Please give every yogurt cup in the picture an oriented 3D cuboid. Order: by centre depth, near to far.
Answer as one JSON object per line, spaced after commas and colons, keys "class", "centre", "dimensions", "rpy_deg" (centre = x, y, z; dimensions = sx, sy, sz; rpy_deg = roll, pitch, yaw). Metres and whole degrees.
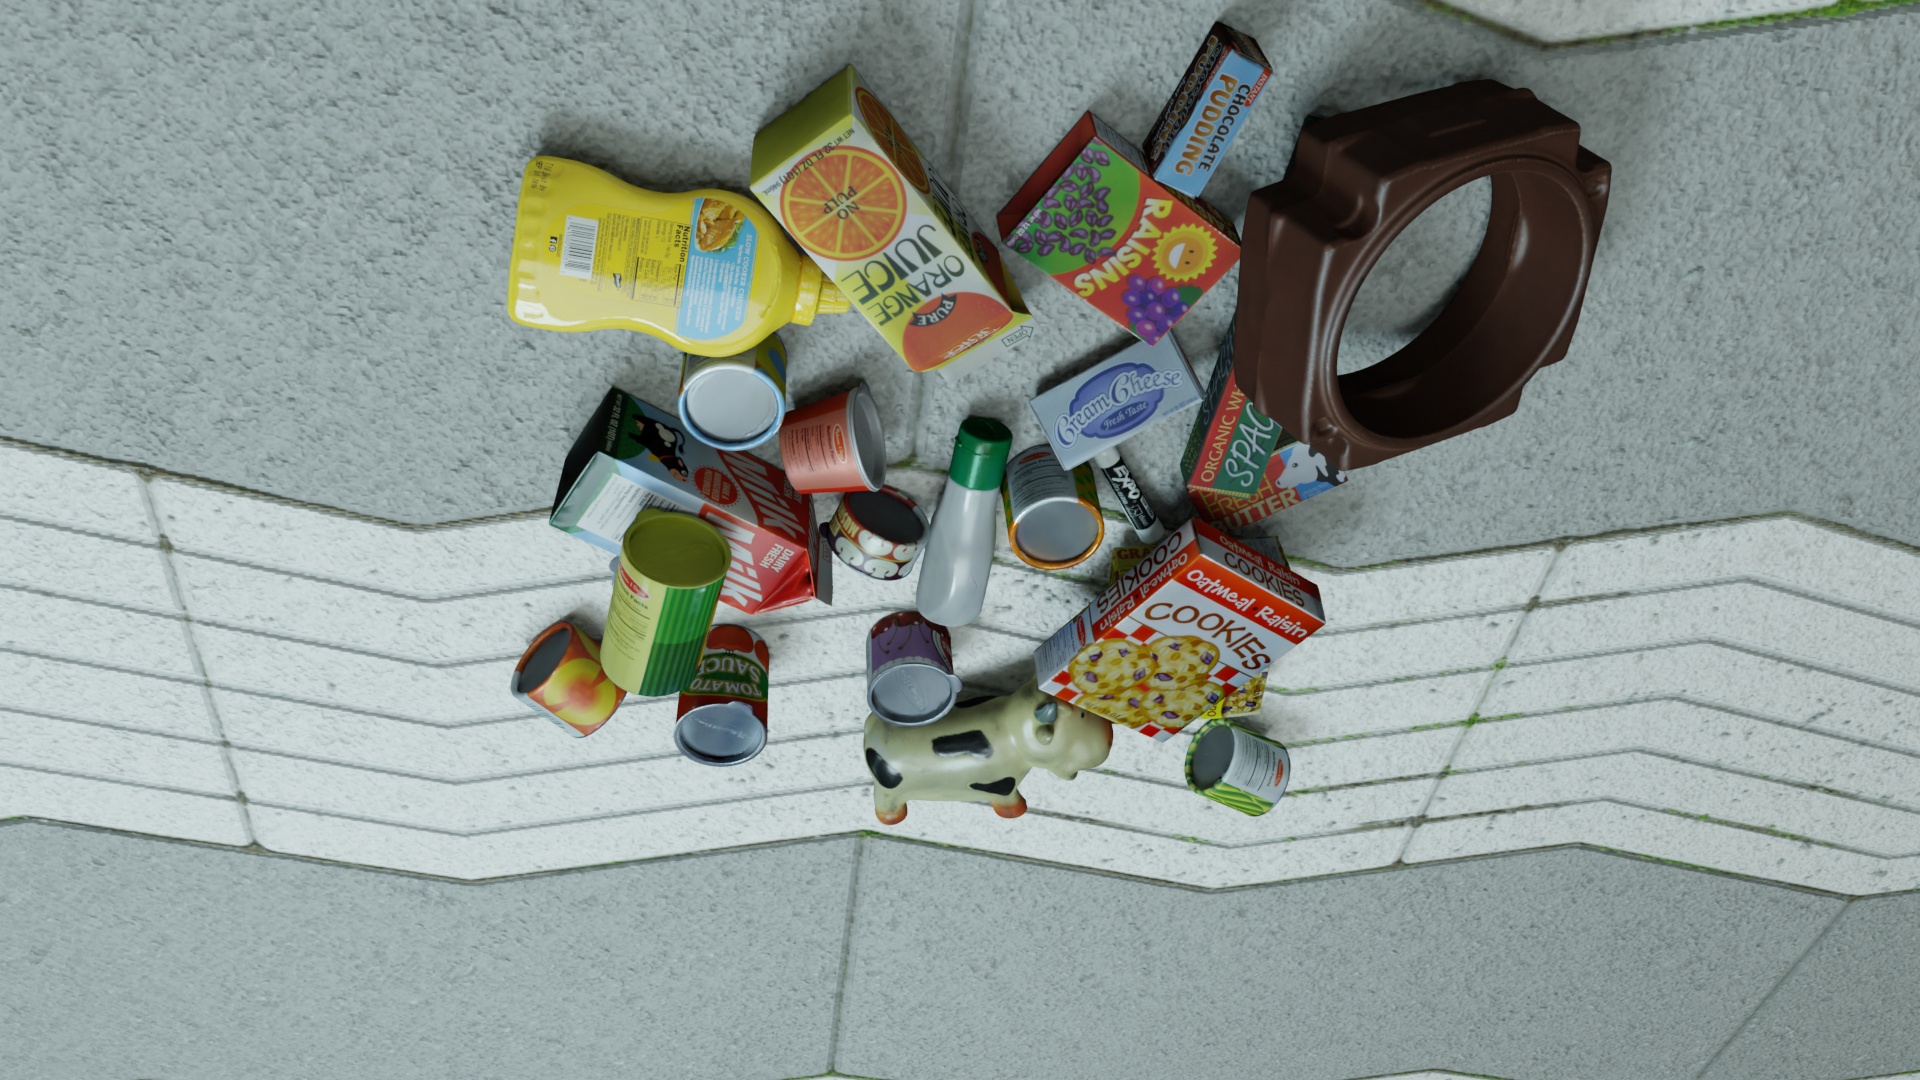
{"class": "yogurt cup", "centre": [-0.083, -0.061, 0.900], "dimensions": [0.054, 0.073, 0.072], "rpy_deg": [-10, 130, 13]}

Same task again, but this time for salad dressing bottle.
{"class": "salad dressing bottle", "centre": [0.003, -0.012, 0.954], "dimensions": [0.044, 0.064, 0.146], "rpy_deg": [0, 123, -20]}

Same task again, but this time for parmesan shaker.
{"class": "parmesan shaker", "centre": [-0.189, 0.040, 0.879], "dimensions": [0.071, 0.072, 0.102], "rpy_deg": [11, 130, -14]}

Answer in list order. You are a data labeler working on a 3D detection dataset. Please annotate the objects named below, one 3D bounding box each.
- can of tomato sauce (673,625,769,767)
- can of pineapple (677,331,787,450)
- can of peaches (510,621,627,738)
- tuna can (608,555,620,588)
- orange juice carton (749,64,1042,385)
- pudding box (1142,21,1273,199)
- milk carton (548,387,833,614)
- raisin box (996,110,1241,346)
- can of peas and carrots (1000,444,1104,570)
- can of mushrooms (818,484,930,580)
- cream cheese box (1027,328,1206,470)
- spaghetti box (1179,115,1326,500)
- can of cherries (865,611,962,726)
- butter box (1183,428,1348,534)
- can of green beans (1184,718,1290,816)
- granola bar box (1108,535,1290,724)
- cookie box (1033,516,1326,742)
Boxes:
{"class": "can of tomato sauce", "centre": [-0.174, 0.112, 1.020], "dimensions": [0.071, 0.083, 0.070], "rpy_deg": [-3, 130, -4]}
{"class": "can of pineapple", "centre": [-0.141, -0.097, 0.867], "dimensions": [0.071, 0.058, 0.070], "rpy_deg": [-3, 130, -4]}
{"class": "can of peaches", "centre": [-0.282, 0.099, 1.012], "dimensions": [0.071, 0.071, 0.058], "rpy_deg": [-33, 125, 20]}
{"class": "tuna can", "centre": [-0.211, 0.019, 0.972], "dimensions": [0.071, 0.033, 0.070], "rpy_deg": [-3, 130, -4]}
{"class": "orange juice carton", "centre": [-0.033, -0.170, 0.807], "dimensions": [0.071, 0.073, 0.192], "rpy_deg": [-31, 126, 19]}
{"class": "pudding box", "centre": [0.138, -0.241, 0.781], "dimensions": [0.030, 0.050, 0.083], "rpy_deg": [19, 125, -18]}
{"class": "milk carton", "centre": [-0.165, -0.016, 0.923], "dimensions": [0.190, 0.073, 0.073], "rpy_deg": [27, 123, -24]}
{"class": "raisin box", "centre": [0.096, -0.183, 0.832], "dimensions": [0.123, 0.040, 0.085], "rpy_deg": [30, 120, -25]}
{"class": "can of peas and carrots", "centre": [0.064, -0.021, 0.951], "dimensions": [0.071, 0.059, 0.070], "rpy_deg": [-3, 130, -3]}
{"class": "can of mushrooms", "centre": [-0.058, -0.007, 0.944], "dimensions": [0.071, 0.071, 0.033], "rpy_deg": [18, 125, -20]}
{"class": "cream cheese box", "centre": [0.102, -0.092, 0.902], "dimensions": [0.103, 0.024, 0.053], "rpy_deg": [-27, 90, 16]}
{"class": "spaghetti box", "centre": [0.199, -0.138, 0.871], "dimensions": [0.050, 0.029, 0.248], "rpy_deg": [8, 122, -11]}
{"class": "can of cherries", "centre": [-0.035, 0.095, 1.038], "dimensions": [0.071, 0.059, 0.071], "rpy_deg": [-3, 129, -3]}
{"class": "butter box", "centre": [0.212, -0.044, 0.969], "dimensions": [0.103, 0.024, 0.053], "rpy_deg": [-25, 127, 14]}
{"class": "can of green beans", "centre": [0.225, 0.185, 1.135], "dimensions": [0.058, 0.071, 0.071], "rpy_deg": [25, 123, -23]}
{"class": "granola bar box", "centre": [0.172, 0.071, 1.043], "dimensions": [0.124, 0.039, 0.164], "rpy_deg": [-4, 135, -3]}
{"class": "cookie box", "centre": [0.153, 0.067, 0.980], "dimensions": [0.123, 0.040, 0.166], "rpy_deg": [26, 127, -28]}
